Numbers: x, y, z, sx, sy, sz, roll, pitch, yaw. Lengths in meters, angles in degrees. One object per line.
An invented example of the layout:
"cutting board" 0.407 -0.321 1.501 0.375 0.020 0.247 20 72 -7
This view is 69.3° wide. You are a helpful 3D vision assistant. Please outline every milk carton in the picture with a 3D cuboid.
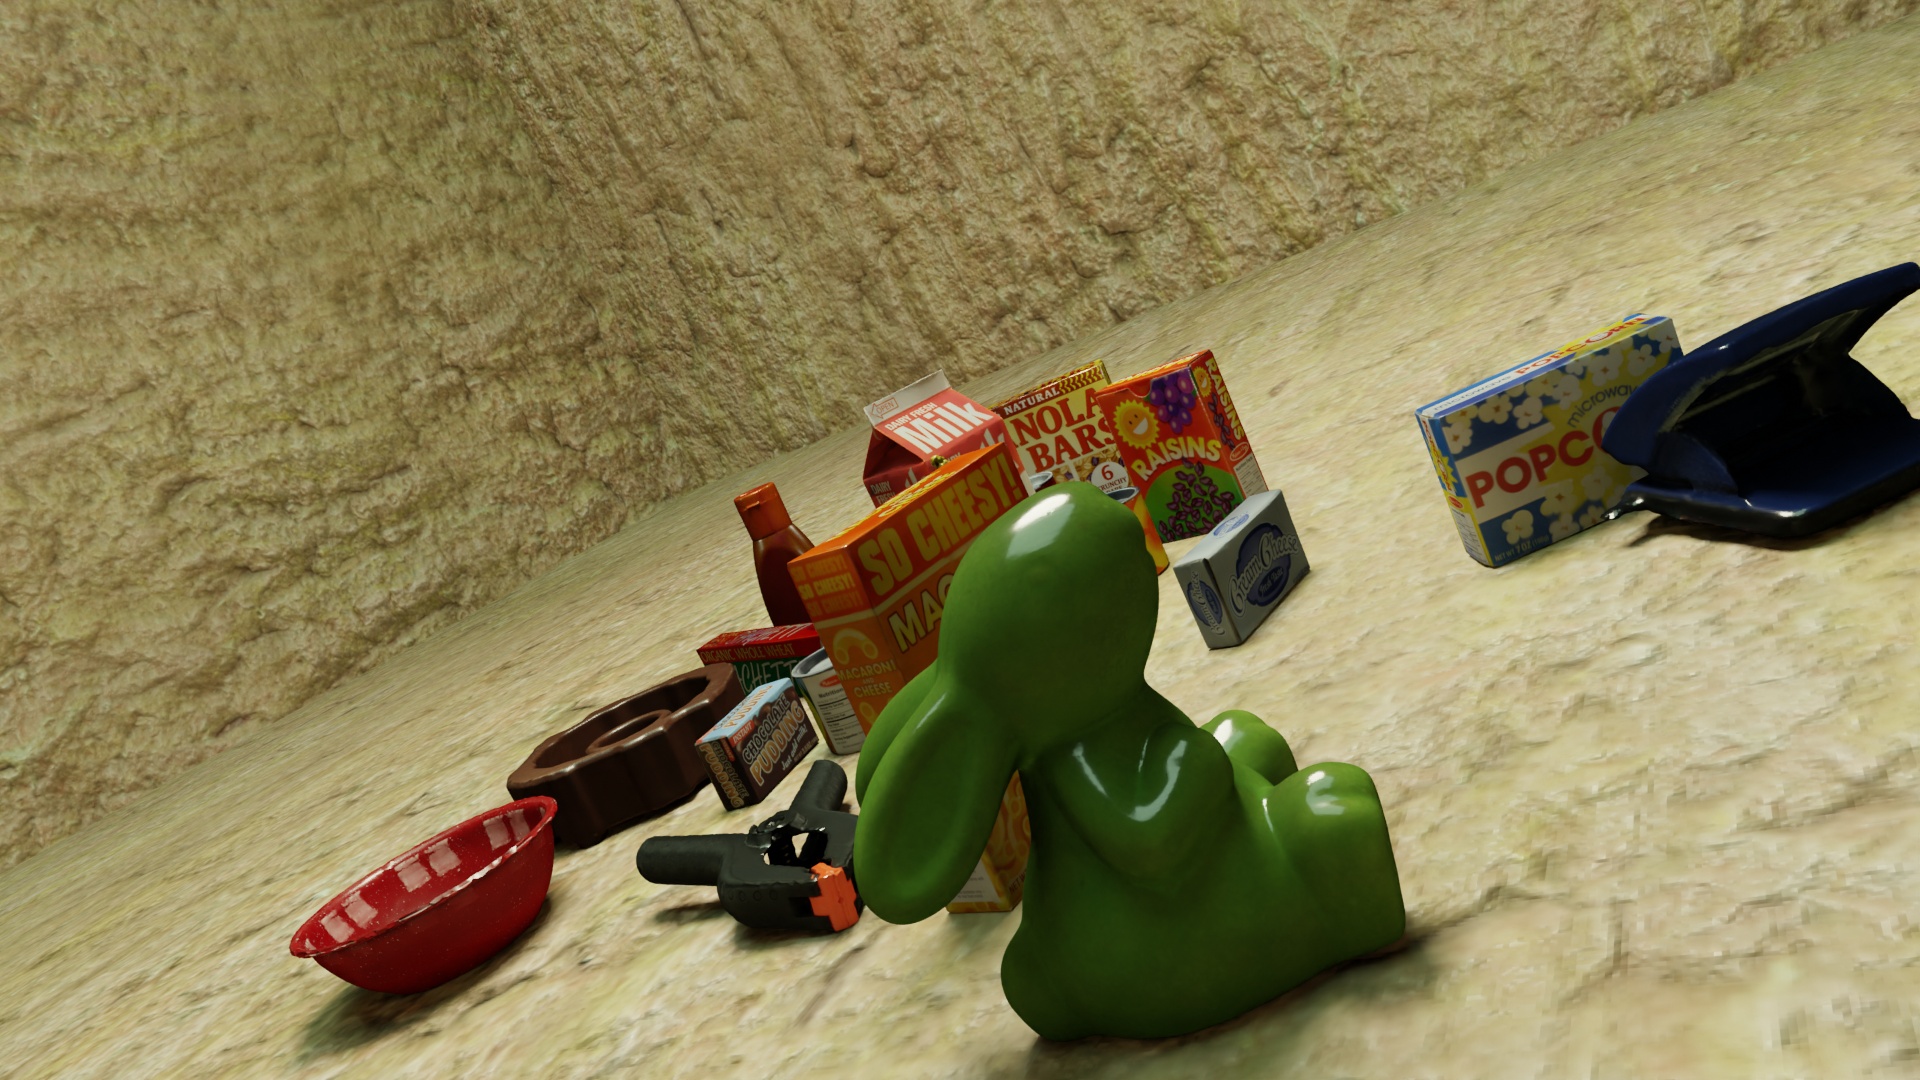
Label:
"milk carton" 0.003 -0.011 0.891 0.073 0.190 0.073 -32 12 -36

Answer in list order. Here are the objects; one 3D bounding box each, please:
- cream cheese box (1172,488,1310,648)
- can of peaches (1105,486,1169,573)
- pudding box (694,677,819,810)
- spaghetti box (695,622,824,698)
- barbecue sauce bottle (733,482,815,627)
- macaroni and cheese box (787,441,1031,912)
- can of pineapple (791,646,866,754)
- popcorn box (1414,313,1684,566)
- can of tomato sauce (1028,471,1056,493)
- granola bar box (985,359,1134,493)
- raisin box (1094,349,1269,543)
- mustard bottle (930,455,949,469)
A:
"cream cheese box" 0.162 0.015 0.787 0.024 0.053 0.104 -15 13 42
"can of peaches" 0.104 0.003 0.966 0.071 0.058 0.071 -23 10 4
"pudding box" -0.128 0.128 0.880 0.030 0.049 0.084 -19 11 27
"spaghetti box" -0.127 0.092 1.060 0.029 0.050 0.249 -31 13 -36
"barbecue sauce bottle" -0.139 0.026 1.144 0.065 0.148 0.044 -22 10 10
"macaroni and cheese box" 0.007 0.057 0.607 0.040 0.166 0.124 -16 13 40
"can of pineapple" -0.065 0.094 0.883 0.071 0.057 0.071 -23 10 4
"popcorn box" 0.306 -0.051 0.704 0.127 0.085 0.038 -24 10 2
"can of tomato sauce" 0.054 0.001 1.018 0.071 0.083 0.071 -23 10 4
"granola bar box" 0.072 -0.071 1.225 0.165 0.124 0.039 -21 10 16
"raisin box" 0.161 -0.066 1.002 0.086 0.123 0.040 -15 14 44
"mustard bottle" 0.024 0.025 0.748 0.049 0.160 0.065 -29 11 -26
